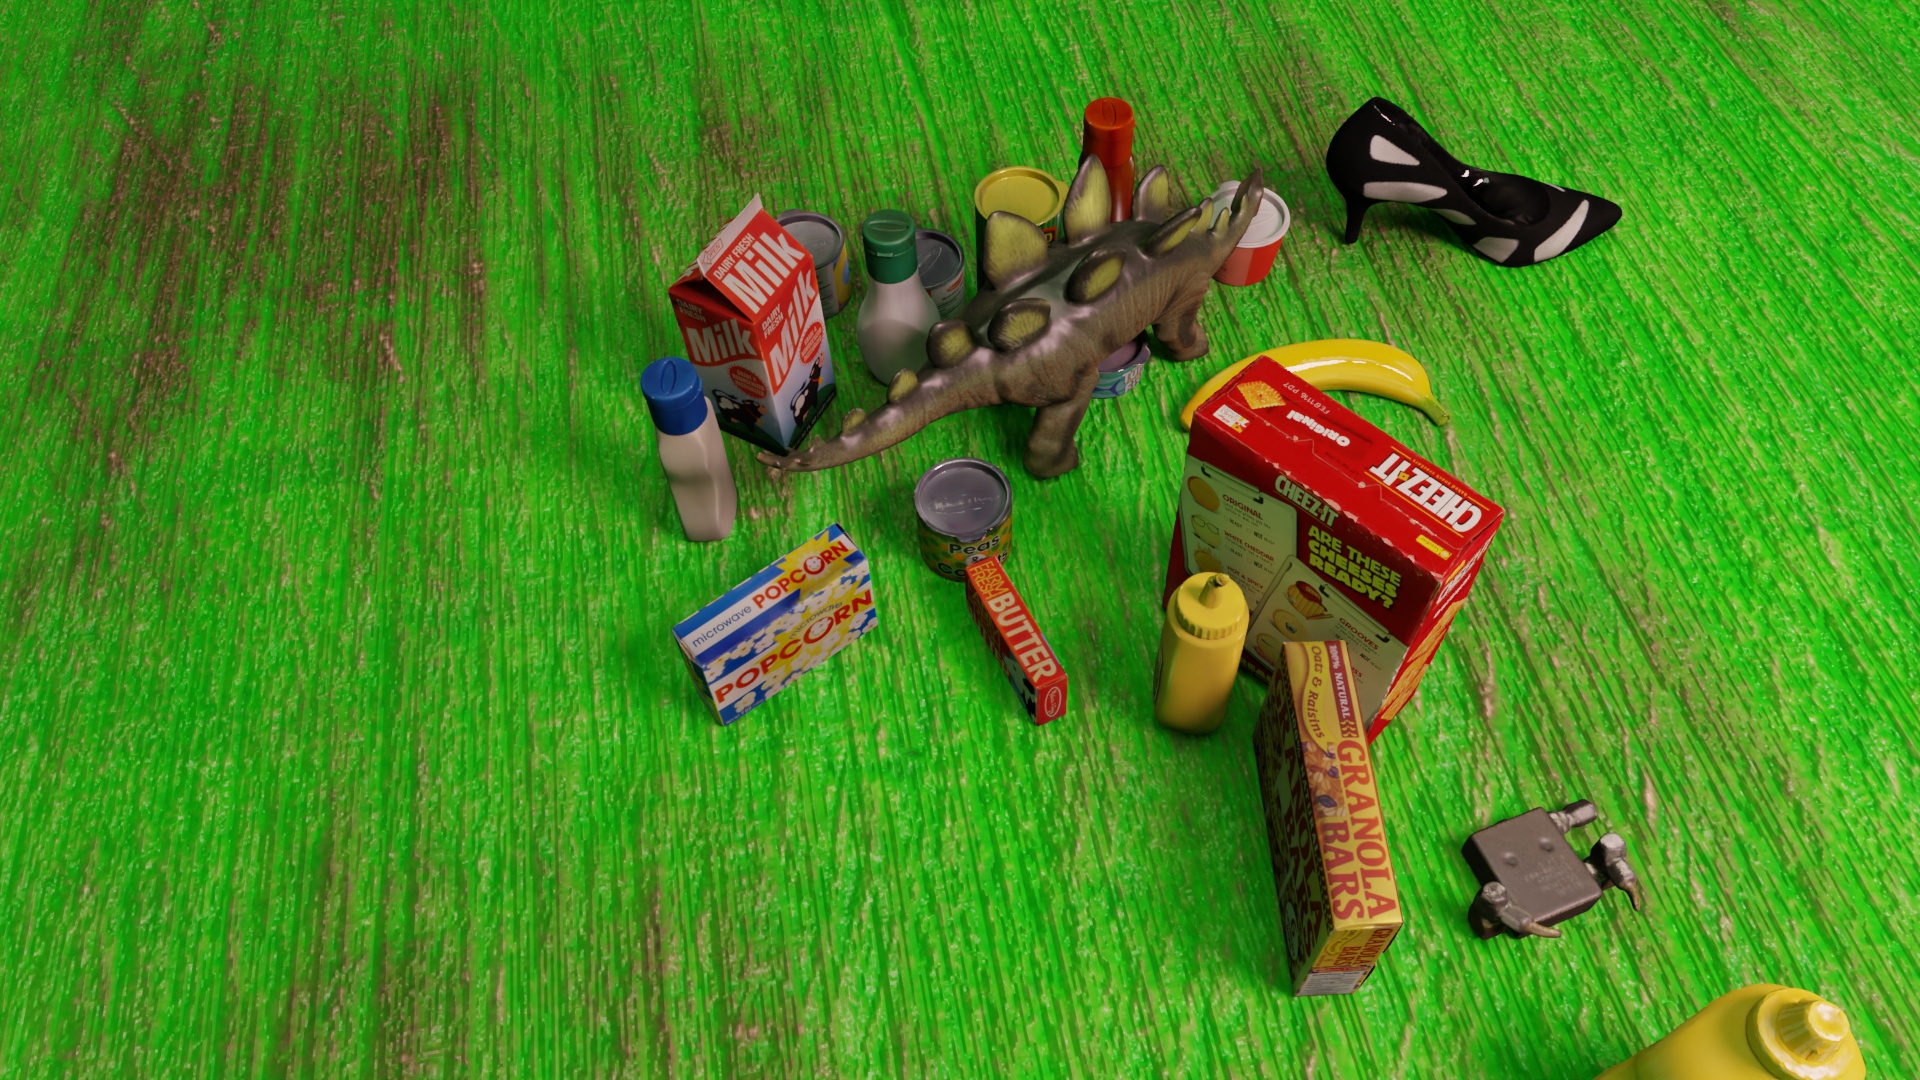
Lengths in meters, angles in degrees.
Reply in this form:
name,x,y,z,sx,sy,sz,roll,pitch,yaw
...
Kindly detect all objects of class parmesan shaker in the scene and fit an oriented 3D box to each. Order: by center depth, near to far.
name,x,y,z,sx,sy,sz,roll,pitch,yaw
parmesan shaker,0.047,-0.225,1.062,0.071,0.102,0.071,-1,56,2

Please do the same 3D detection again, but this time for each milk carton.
name,x,y,z,sx,sy,sz,roll,pitch,yaw
milk carton,-0.144,-0.149,0.965,0.073,0.189,0.073,23,60,17

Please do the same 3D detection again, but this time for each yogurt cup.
name,x,y,z,sx,sy,sz,roll,pitch,yaw
yogurt cup,0.221,-0.238,1.094,0.072,0.053,0.073,-1,56,2

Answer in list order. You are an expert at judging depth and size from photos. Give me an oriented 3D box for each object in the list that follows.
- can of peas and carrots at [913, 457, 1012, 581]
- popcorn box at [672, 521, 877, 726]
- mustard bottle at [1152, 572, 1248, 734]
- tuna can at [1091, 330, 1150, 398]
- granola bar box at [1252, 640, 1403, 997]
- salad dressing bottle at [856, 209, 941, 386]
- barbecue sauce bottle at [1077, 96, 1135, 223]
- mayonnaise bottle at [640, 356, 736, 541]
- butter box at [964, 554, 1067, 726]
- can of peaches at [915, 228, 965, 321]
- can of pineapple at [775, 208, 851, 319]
name,x,y,z,sx,sy,sz,roll,pitch,yaw
can of peas and carrots,0.003,-0.012,0.946,0.071,0.058,0.071,-1,56,2
popcorn box,-0.116,0.055,0.890,0.127,0.084,0.038,-34,61,-19
mustard bottle,0.144,0.059,0.832,0.049,0.159,0.065,7,57,7
tuna can,0.109,-0.140,1.045,0.071,0.032,0.071,-1,56,2
granola bar box,0.204,0.157,0.785,0.039,0.123,0.166,-2,56,1
salad dressing bottle,-0.046,-0.173,1.004,0.064,0.147,0.044,6,57,6
barbecue sauce bottle,0.110,-0.268,1.062,0.044,0.147,0.065,-4,56,-1
mayonnaise bottle,-0.182,-0.062,0.933,0.041,0.147,0.065,-4,56,0
butter box,0.035,0.064,0.897,0.024,0.053,0.104,-23,58,-13
can of peaches,-0.031,-0.199,1.074,0.071,0.057,0.071,-1,56,2
can of pineapple,-0.120,-0.215,1.089,0.071,0.057,0.071,-1,56,2
